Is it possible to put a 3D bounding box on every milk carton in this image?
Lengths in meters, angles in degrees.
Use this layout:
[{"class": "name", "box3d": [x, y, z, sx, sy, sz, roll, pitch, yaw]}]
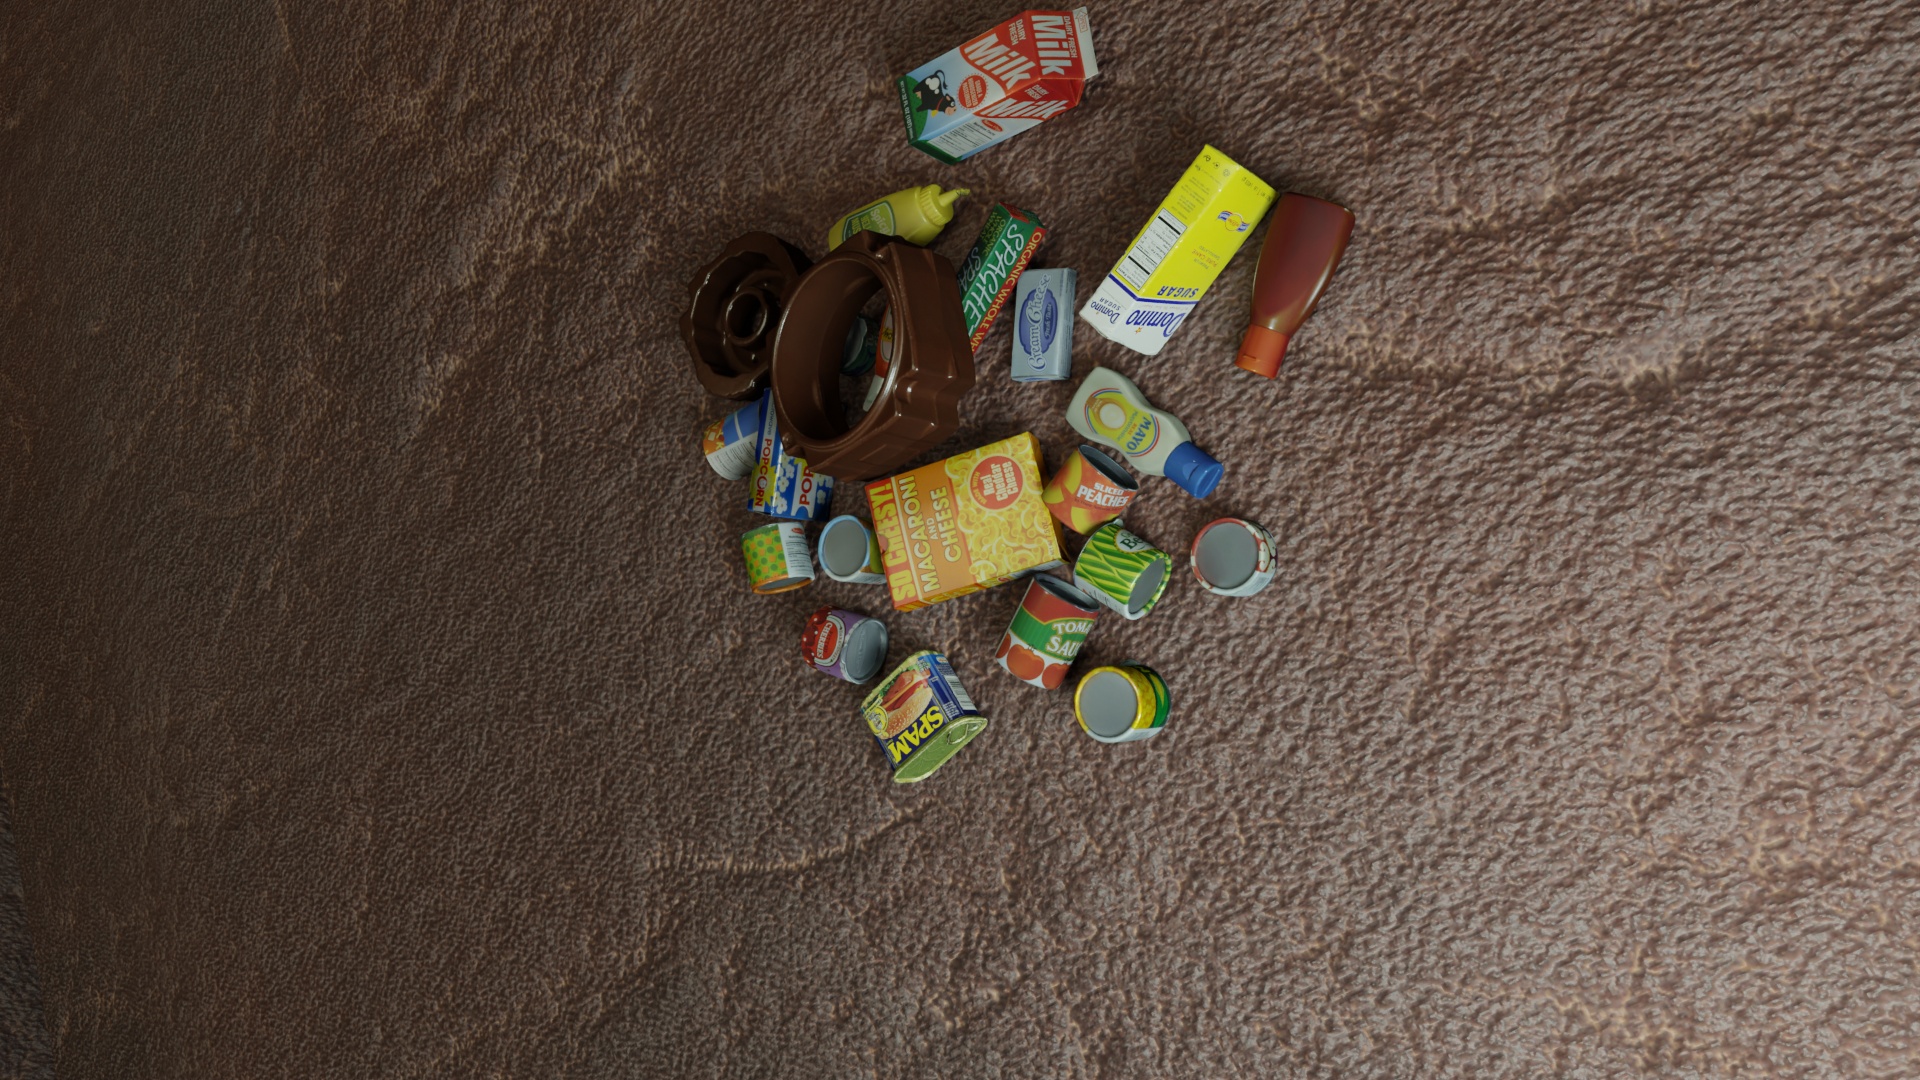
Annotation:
[{"class": "milk carton", "box3d": [0.041, -0.430, 1.303, 0.190, 0.073, 0.072, -16, 77, 31]}]

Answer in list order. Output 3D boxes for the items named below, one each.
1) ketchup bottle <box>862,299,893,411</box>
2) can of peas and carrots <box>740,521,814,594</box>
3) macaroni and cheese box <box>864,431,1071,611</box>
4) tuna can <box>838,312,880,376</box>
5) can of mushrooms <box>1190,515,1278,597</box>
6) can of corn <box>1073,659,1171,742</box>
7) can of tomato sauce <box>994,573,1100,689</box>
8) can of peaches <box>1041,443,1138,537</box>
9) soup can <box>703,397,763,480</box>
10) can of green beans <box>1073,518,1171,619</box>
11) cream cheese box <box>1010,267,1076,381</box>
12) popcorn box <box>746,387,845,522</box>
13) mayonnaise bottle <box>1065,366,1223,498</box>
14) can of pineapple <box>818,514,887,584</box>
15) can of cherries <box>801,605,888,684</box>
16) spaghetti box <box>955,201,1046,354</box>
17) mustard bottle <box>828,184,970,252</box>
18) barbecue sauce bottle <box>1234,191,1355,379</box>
[{"class": "ketchup bottle", "box3d": [-0.053, -0.192, 1.362, 0.065, 0.043, 0.148, 27, 101, 32]}, {"class": "can of peas and carrots", "box3d": [-0.188, 0.019, 1.419, 0.071, 0.071, 0.059, -22, 75, 30]}, {"class": "macaroni and cheese box", "box3d": [0.005, -0.016, 1.282, 0.166, 0.040, 0.124, -18, 76, 14]}, {"class": "tuna can", "box3d": [-0.113, -0.202, 1.409, 0.071, 0.033, 0.071, -3, 84, 34]}, {"class": "can of mushrooms", "box3d": [0.228, 0.012, 1.162, 0.071, 0.033, 0.071, -3, 85, 34]}, {"class": "can of corn", "box3d": [0.138, 0.137, 1.194, 0.071, 0.058, 0.071, -3, 84, 33]}, {"class": "can of tomato sauce", "box3d": [0.078, 0.082, 1.234, 0.071, 0.071, 0.083, 34, 105, 31]}, {"class": "can of peaches", "box3d": [0.114, -0.042, 1.221, 0.071, 0.071, 0.058, 47, 112, 27]}, {"class": "soup can", "box3d": [-0.216, -0.109, 1.451, 0.083, 0.071, 0.071, -22, 74, 31]}, {"class": "can of green beans", "box3d": [0.140, 0.027, 1.198, 0.058, 0.071, 0.071, 32, 104, 31]}, {"class": "cream cheese box", "box3d": [0.077, -0.200, 1.287, 0.053, 0.024, 0.104, 2, 87, 36]}, {"class": "popcorn box", "box3d": [-0.165, -0.086, 1.401, 0.038, 0.085, 0.126, 9, 91, 35]}, {"class": "mayonnaise bottle", "box3d": [0.162, -0.091, 1.210, 0.148, 0.041, 0.064, 40, 106, 30]}, {"class": "can of pineapple", "box3d": [-0.097, 0.007, 1.364, 0.071, 0.058, 0.071, -4, 84, 34]}, {"class": "can of cherries", "box3d": [-0.115, 0.101, 1.358, 0.058, 0.071, 0.071, 15, 94, 34]}, {"class": "spaghetti box", "box3d": [-0.003, -0.200, 1.307, 0.029, 0.050, 0.249, 51, 119, 38]}, {"class": "mustard bottle", "box3d": [-0.058, -0.314, 1.373, 0.160, 0.049, 0.065, -23, 75, 30]}, {"class": "barbecue sauce bottle", "box3d": [0.270, -0.209, 1.148, 0.065, 0.044, 0.148, 26, 101, 33]}]
